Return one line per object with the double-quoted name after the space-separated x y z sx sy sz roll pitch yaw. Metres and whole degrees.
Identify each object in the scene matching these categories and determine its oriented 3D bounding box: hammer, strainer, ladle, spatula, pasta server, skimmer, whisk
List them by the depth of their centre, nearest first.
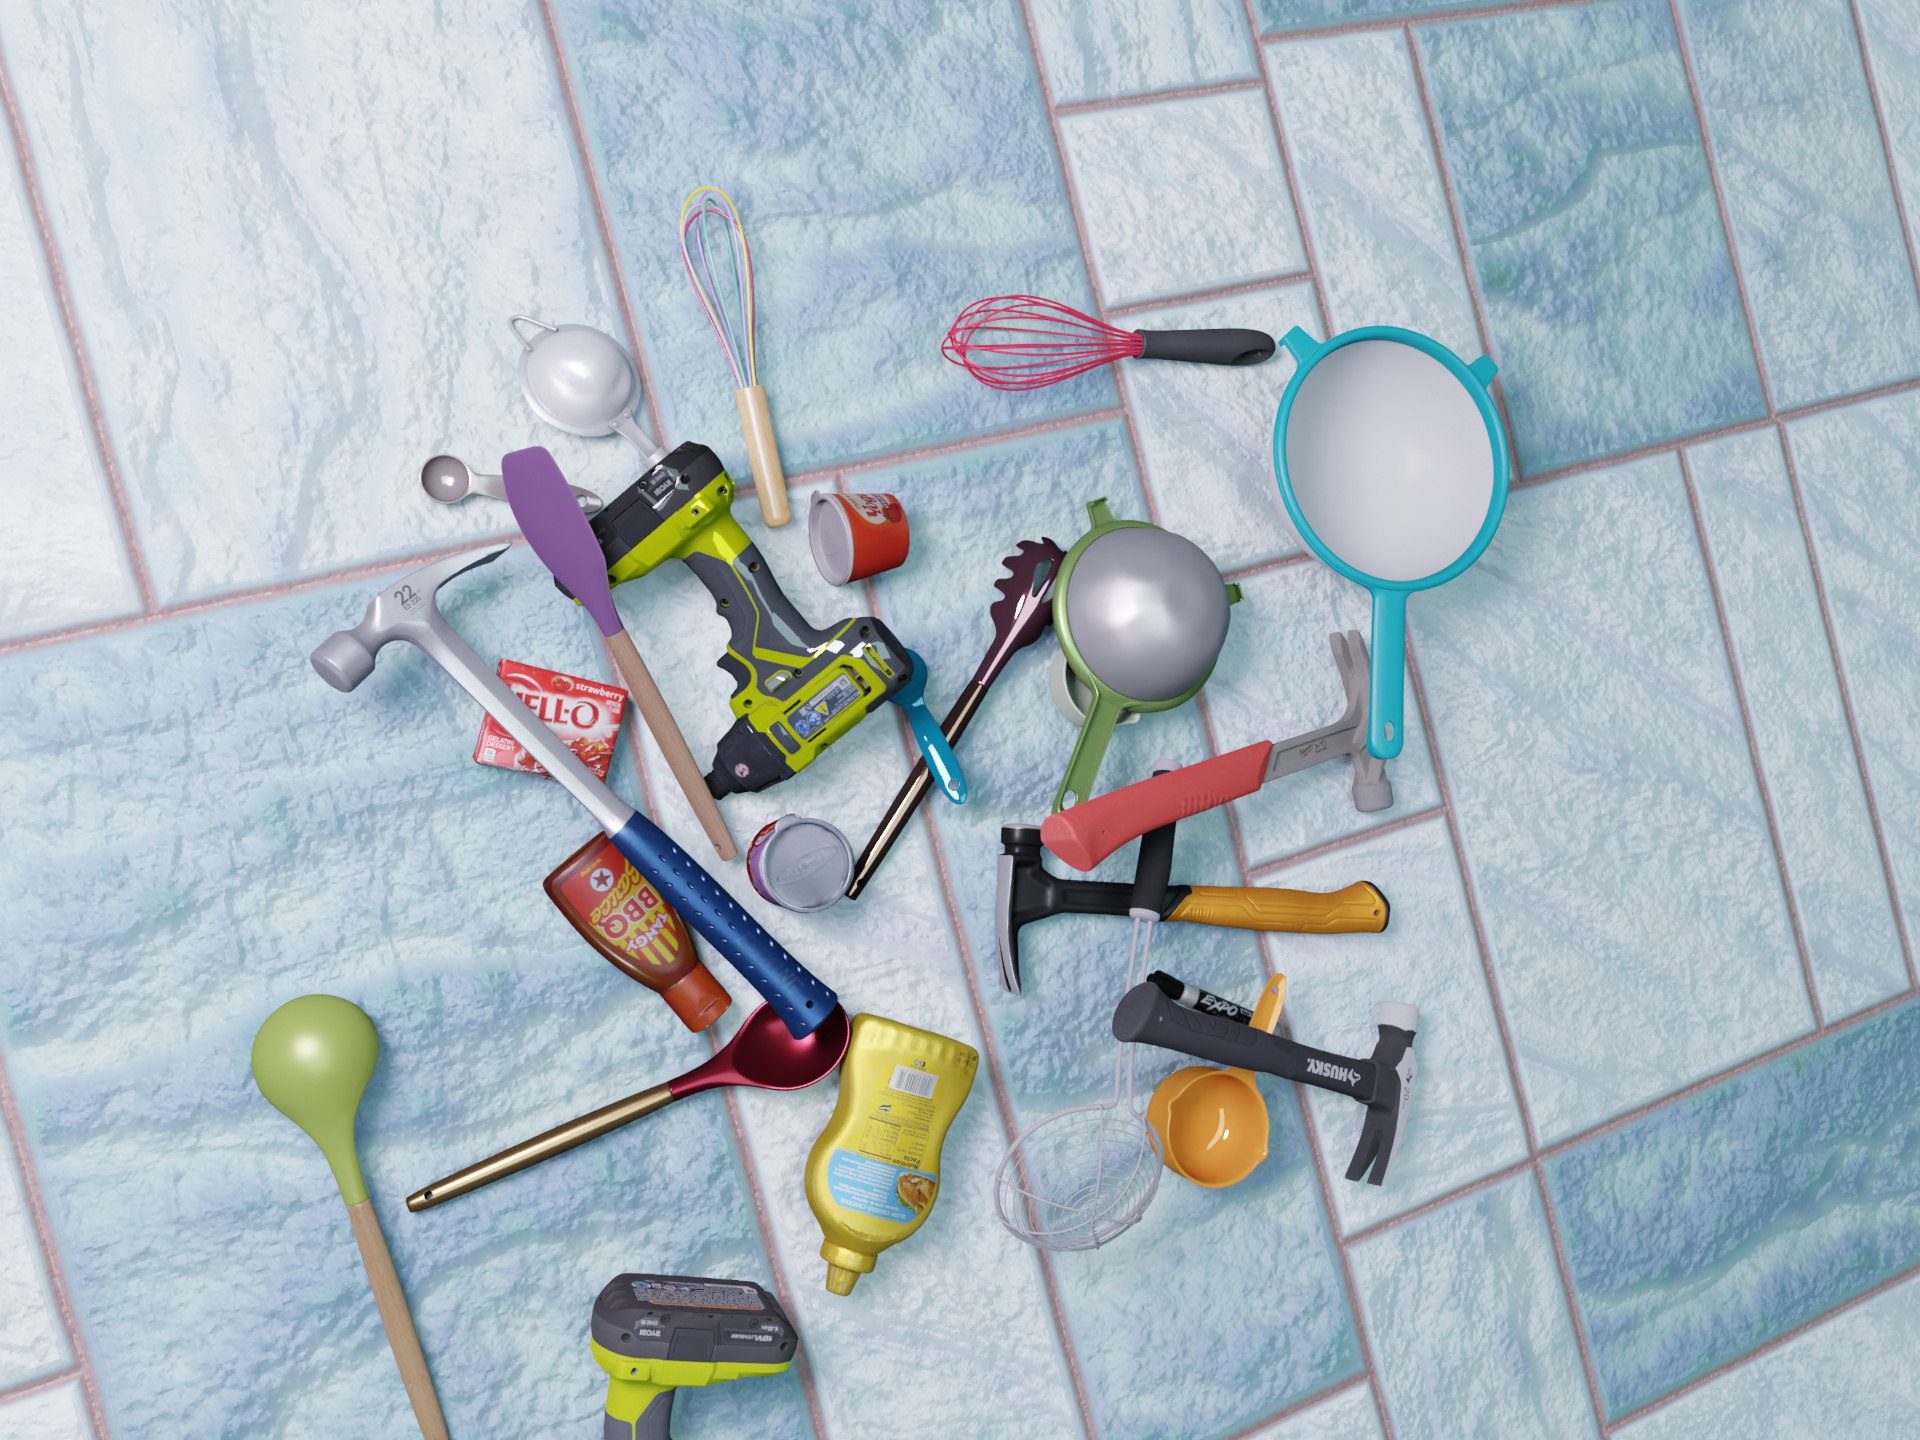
-0.382 0.331 1.035 0.078 0.062 0.320 -16 99 -10 "ladle"
-0.221 -0.037 1.060 0.018 0.060 0.315 -51 125 -47 "spatula"
-0.229 0.057 1.060 0.405 0.035 0.144 47 61 -14 "hammer"
-0.224 0.267 1.095 0.315 0.031 0.069 -21 70 -17 "ladle"
-0.217 -0.191 1.118 0.258 0.050 0.087 49 59 -14 "strainer"
-0.159 -0.260 1.144 0.047 0.051 0.245 -12 95 1 "whisk"
0.130 -0.039 1.171 0.151 0.069 0.256 30 68 -19 "strainer"
0.110 0.206 1.178 0.127 0.090 0.363 20 69 -23 "skimmer"
-0.002 -0.004 1.191 0.060 0.040 0.316 34 81 -15 "pasta server"
0.235 0.257 1.193 0.334 0.035 0.146 22 74 -38 "hammer"
0.201 0.033 1.200 0.359 0.037 0.149 -15 94 -38 "hammer"
0.120 -0.292 1.234 0.295 0.073 0.073 -5 89 -25 "whisk"
0.186 0.152 1.243 0.336 0.034 0.127 5 85 -19 "hammer"
0.324 -0.138 1.274 0.211 0.095 0.340 3 86 -18 "strainer"

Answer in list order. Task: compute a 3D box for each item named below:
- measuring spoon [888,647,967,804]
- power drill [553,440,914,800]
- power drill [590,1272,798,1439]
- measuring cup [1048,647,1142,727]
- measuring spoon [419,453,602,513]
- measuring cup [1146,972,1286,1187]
-0.027 0.003 1.161 0.042 0.021 0.129 -26 78 -1 "measuring spoon"
-0.165 -0.063 1.094 0.171 0.080 0.223 -38 103 10 "power drill"
-0.182 0.503 1.073 0.190 0.080 0.228 11 86 -18 "power drill"
0.134 -0.056 1.239 0.167 0.038 0.083 -40 100 -27 "measuring cup"
-0.310 -0.158 1.097 0.124 0.018 0.034 7 85 -26 "measuring spoon"
0.205 0.274 1.235 0.095 0.052 0.174 31 75 -16 "measuring cup"
